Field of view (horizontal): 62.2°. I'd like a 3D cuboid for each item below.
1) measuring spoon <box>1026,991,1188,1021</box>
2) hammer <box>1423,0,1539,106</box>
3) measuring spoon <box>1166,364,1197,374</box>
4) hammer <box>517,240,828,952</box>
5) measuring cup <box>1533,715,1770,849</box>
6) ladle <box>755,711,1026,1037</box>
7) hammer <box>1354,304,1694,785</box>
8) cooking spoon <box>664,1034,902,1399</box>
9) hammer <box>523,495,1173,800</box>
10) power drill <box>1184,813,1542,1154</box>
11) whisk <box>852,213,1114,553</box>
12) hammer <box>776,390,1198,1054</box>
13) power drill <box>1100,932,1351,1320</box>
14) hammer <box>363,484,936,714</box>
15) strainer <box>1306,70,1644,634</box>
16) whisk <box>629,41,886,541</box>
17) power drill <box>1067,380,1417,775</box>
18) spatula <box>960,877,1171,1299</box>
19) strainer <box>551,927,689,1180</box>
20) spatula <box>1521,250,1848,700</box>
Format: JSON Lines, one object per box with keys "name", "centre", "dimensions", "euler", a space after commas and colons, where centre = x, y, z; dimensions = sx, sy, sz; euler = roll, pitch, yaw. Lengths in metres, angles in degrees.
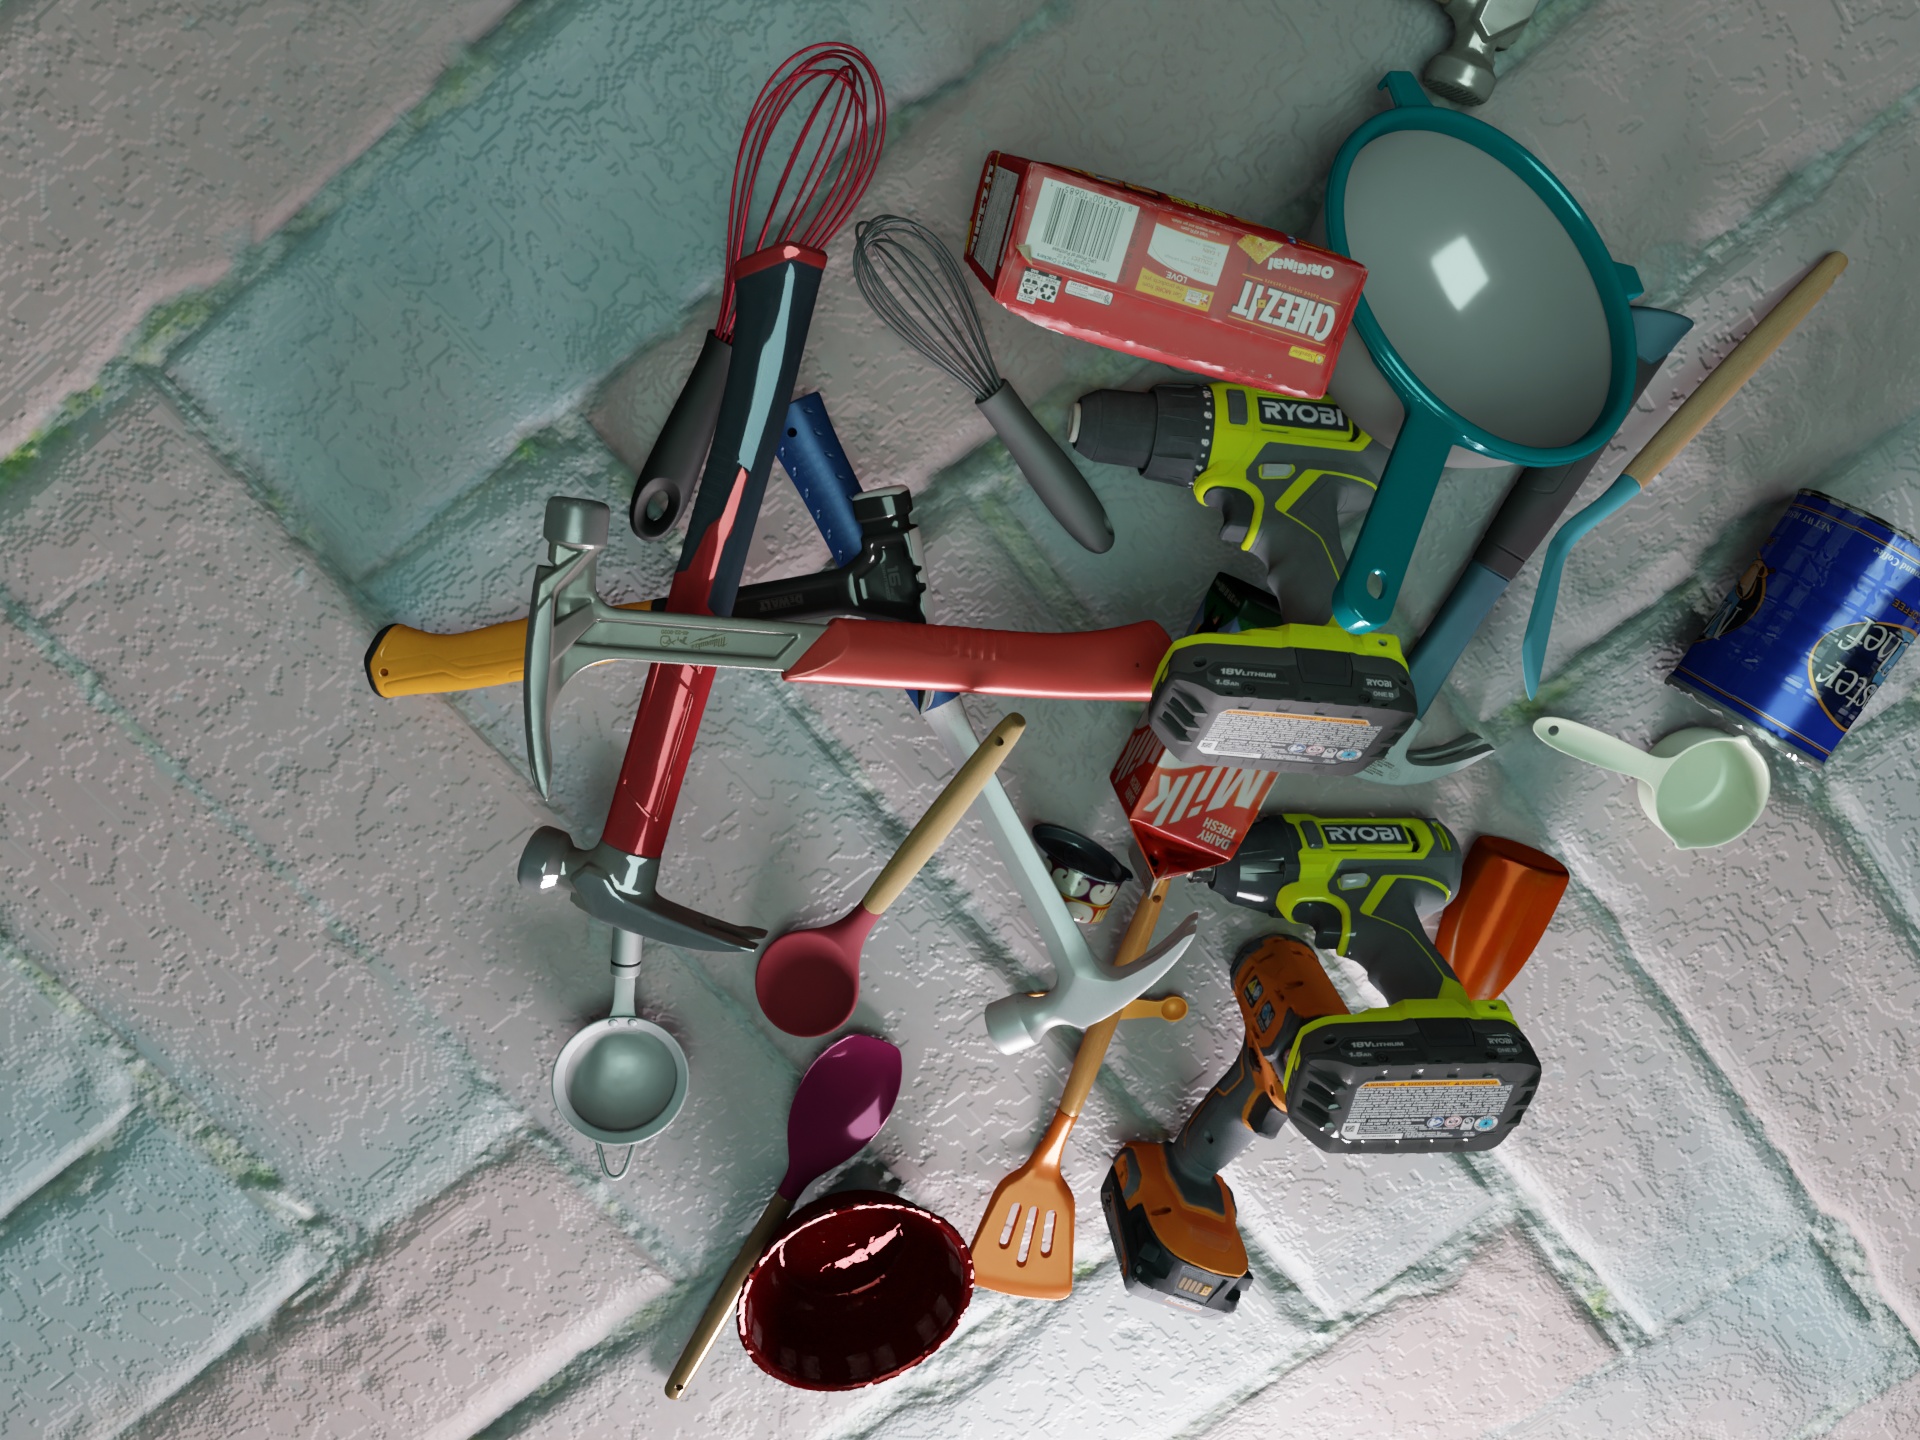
{"name": "measuring spoon", "centre": [0.094, 0.189, 1.062], "dimensions": [0.117, 0.011, 0.021], "euler": [2, 113, -2]}
{"name": "hammer", "centre": [0.128, -0.473, 0.823], "dimensions": [0.410, 0.038, 0.146], "euler": [21, 104, -11]}
{"name": "measuring spoon", "centre": [0.172, -0.203, 0.926], "dimensions": [0.124, 0.034, 0.018], "euler": [9, 131, -13]}
{"name": "hammer", "centre": [-0.125, -0.062, 0.861], "dimensions": [0.143, 0.038, 0.386], "euler": [19, 104, 3]}
{"name": "measuring cup", "centre": [0.435, 0.025, 1.019], "dimensions": [0.167, 0.038, 0.083], "euler": [20, 106, -9]}
{"name": "ladle", "centre": [-0.042, 0.095, 0.943], "dimensions": [0.069, 0.031, 0.315], "euler": [41, 130, 5]}
{"name": "hammer", "centre": [0.330, -0.104, 0.967], "dimensions": [0.128, 0.033, 0.331], "euler": [27, 104, -12]}
{"name": "cooking spoon", "centre": [-0.130, 0.344, 1.090], "dimensions": [0.068, 0.017, 0.319], "euler": [23, 105, -22]}
{"name": "hammer", "centre": [-0.045, -0.026, 0.844], "dimensions": [0.359, 0.037, 0.149], "euler": [4, 97, -21]}
{"name": "power drill", "centre": [0.233, 0.143, 0.944], "dimensions": [0.171, 0.223, 0.080], "euler": [0, 127, -6]}
{"name": "whisk", "centre": [0.018, -0.188, 0.909], "dimensions": [0.055, 0.055, 0.238], "euler": [-36, 113, 8]}
{"name": "hammer", "centre": [-0.001, -0.003, 0.930], "dimensions": [0.144, 0.035, 0.405], "euler": [-25, 98, 15]}
{"name": "power drill", "centre": [0.180, 0.267, 1.014], "dimensions": [0.084, 0.164, 0.226], "euler": [22, 107, -14]}
{"name": "hammer", "centre": [-0.180, -0.045, 0.910], "dimensions": [0.337, 0.034, 0.127], "euler": [-8, 101, 10]}
{"name": "strainer", "centre": [0.233, -0.168, 0.839], "dimensions": [0.211, 0.095, 0.340], "euler": [34, 61, -14]}
{"name": "whisk", "centre": [-0.120, -0.228, 0.877], "dimensions": [0.073, 0.073, 0.295], "euler": [24, 111, -12]}
{"name": "power drill", "centre": [0.156, -0.092, 0.876], "dimensions": [0.190, 0.229, 0.080], "euler": [5, 150, -7]}
{"name": "spatula", "centre": [0.082, 0.244, 1.056], "dimensions": [0.081, 0.041, 0.322], "euler": [15, 111, -9]}
{"name": "strainer", "centre": [-0.212, 0.163, 1.011], "dimensions": [0.087, 0.050, 0.258], "euler": [3, 103, -12]}
{"name": "spatula", "centre": [0.417, -0.151, 0.927], "dimensions": [0.317, 0.044, 0.082], "euler": [-47, 148, -2]}
